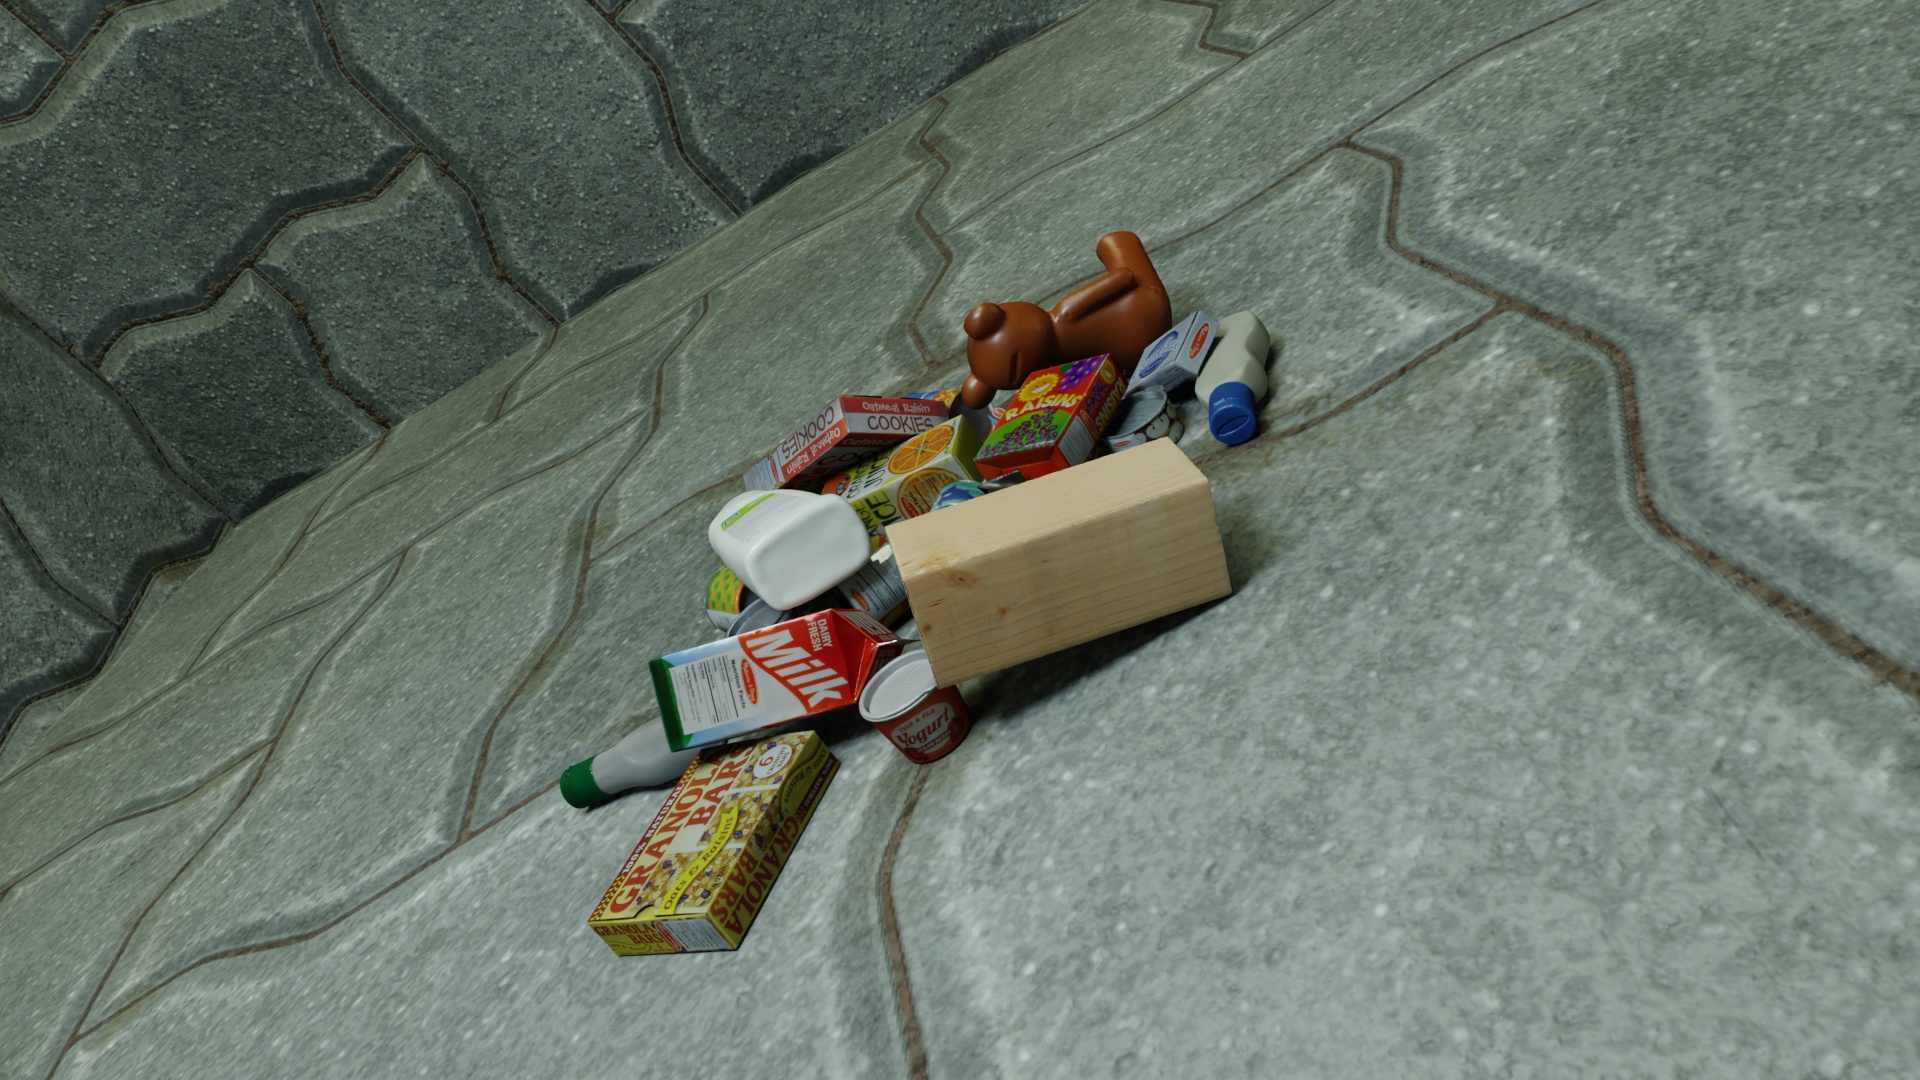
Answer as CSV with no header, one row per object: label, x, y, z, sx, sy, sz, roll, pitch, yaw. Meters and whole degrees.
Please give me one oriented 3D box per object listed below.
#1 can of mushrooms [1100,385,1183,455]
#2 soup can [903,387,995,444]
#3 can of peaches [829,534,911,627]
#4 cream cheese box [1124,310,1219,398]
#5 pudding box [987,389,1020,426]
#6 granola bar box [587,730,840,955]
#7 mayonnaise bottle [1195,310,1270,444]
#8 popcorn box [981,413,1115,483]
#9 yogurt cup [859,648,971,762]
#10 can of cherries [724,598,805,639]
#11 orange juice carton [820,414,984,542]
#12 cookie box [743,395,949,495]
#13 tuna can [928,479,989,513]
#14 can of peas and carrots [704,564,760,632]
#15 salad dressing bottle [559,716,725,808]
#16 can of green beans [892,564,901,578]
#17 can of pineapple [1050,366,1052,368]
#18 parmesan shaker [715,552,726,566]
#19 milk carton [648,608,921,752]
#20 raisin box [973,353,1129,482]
can of mushrooms,0.150,-0.095,1.150,0.071,0.033,0.071,-28,25,15
soup can,-0.017,-0.111,1.341,0.083,0.071,0.072,-1,41,49
can of peaches,-0.070,0.038,1.143,0.058,0.071,0.071,-40,25,-11
cream cheese box,0.177,-0.152,1.174,0.053,0.024,0.103,-62,11,-18
pudding box,0.064,-0.112,1.289,0.050,0.030,0.084,-37,25,-4
granola bar box,-0.174,0.213,0.987,0.124,0.039,0.166,-15,31,36
mayonnaise bottle,0.219,-0.130,1.123,0.064,0.041,0.149,-30,25,28
popcorn box,0.076,-0.066,1.181,0.085,0.038,0.127,-8,36,43
yogurt cup,-0.029,0.117,0.965,0.072,0.053,0.073,-27,26,14
can of cherries,-0.152,0.084,1.167,0.071,0.058,0.072,-28,25,14
orange juice carton,-0.064,-0.032,1.249,0.192,0.073,0.072,-24,27,22
cookie box,-0.106,-0.082,1.300,0.123,0.040,0.166,-3,-20,-42
tuna can,0.004,-0.014,1.142,0.071,0.071,0.033,-16,31,34
can of peas and carrots,-0.187,0.052,1.253,0.058,0.070,0.071,3,44,51
salad dressing bottle,-0.265,0.181,1.149,0.147,0.044,0.064,-25,28,22
can of green beans,-0.008,0.025,1.097,0.071,0.057,0.071,-27,26,15
can of pineapple,0.073,-0.181,1.358,0.058,0.071,0.071,-30,25,7
parmesan shaker,-0.195,-0.015,1.384,0.071,0.071,0.103,-18,29,31
milk carton,-0.127,0.099,1.043,0.190,0.073,0.072,-16,-7,12
raisin box,0.076,-0.097,1.144,0.086,0.040,0.124,-10,36,40
